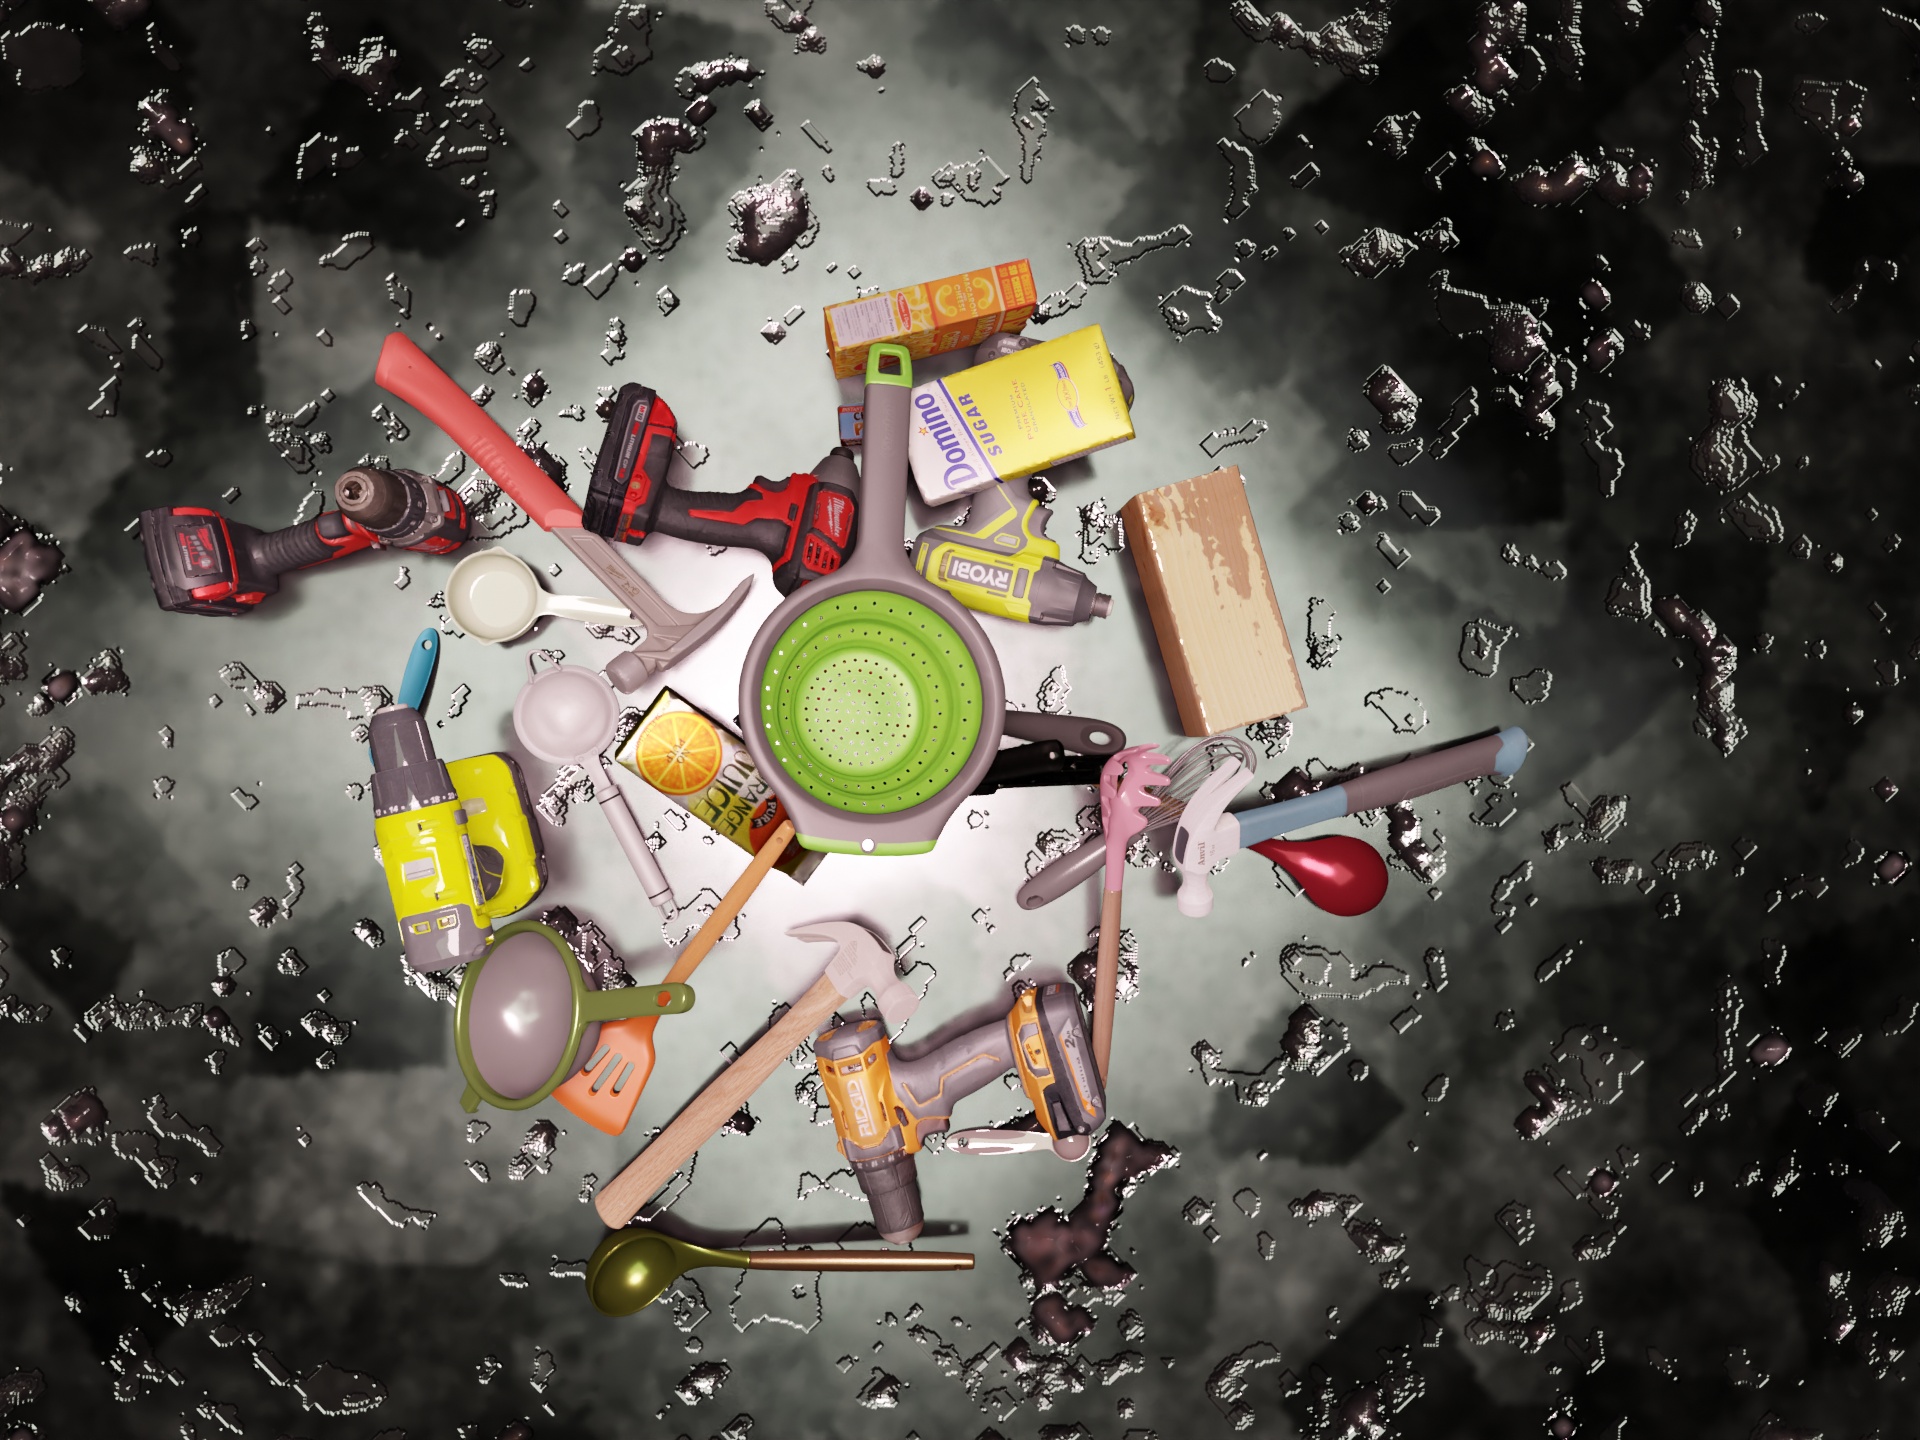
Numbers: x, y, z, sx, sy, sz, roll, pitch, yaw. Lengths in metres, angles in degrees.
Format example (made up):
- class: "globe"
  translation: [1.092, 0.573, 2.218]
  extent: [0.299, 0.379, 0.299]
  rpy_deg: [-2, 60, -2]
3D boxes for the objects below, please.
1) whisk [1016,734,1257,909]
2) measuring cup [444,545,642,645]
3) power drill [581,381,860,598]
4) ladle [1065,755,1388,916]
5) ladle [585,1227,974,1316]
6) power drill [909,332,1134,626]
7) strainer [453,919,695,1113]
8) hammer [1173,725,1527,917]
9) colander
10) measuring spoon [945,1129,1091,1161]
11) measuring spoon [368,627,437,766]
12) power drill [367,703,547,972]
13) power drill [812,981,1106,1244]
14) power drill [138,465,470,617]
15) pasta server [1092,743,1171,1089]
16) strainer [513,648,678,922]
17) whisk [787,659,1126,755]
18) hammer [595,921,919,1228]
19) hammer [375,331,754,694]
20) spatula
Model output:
- class: "whisk"
  translation: [0.144, 0.089, 1.333]
  extent: [0.239, 0.055, 0.055]
  rpy_deg: [-36, 92, 12]
- class: "measuring cup"
  translation: [-0.342, -0.096, 1.329]
  extent: [0.167, 0.038, 0.083]
  rpy_deg: [8, 88, -7]
- class: "power drill"
  translation: [-0.186, -0.187, 1.302]
  extent: [0.219, 0.078, 0.143]
  rpy_deg: [17, 66, -13]
- class: "ladle"
  translation: [0.223, 0.091, 1.365]
  extent: [0.315, 0.031, 0.069]
  rpy_deg: [22, 88, -1]
- class: "ladle"
  translation: [-0.148, 0.454, 1.312]
  extent: [0.320, 0.062, 0.078]
  rpy_deg: [0, 115, 2]
- class: "power drill"
  translation: [0.063, -0.194, 1.323]
  extent: [0.171, 0.080, 0.223]
  rpy_deg: [14, 92, 7]
- class: "strainer"
  translation: [-0.297, 0.232, 1.274]
  extent: [0.256, 0.069, 0.151]
  rpy_deg: [-11, 73, 31]
- class: "hammer"
  translation: [0.329, 0.064, 1.329]
  extent: [0.331, 0.033, 0.128]
  rpy_deg: [-15, 121, -16]
- class: "colander"
  translation: [-0.070, -0.092, 1.248]
  extent: [0.204, 0.094, 0.397]
  rpy_deg: [4, 84, -11]
- class: "measuring spoon"
  translation: [0.050, 0.360, 1.362]
  extent: [0.124, 0.018, 0.034]
  rpy_deg: [-2, 82, 4]
- class: "measuring spoon"
  translation: [-0.460, -0.015, 1.334]
  extent: [0.042, 0.021, 0.129]
  rpy_deg: [14, 80, -2]
- class: "power drill"
  translation: [-0.392, 0.082, 1.227]
  extent: [0.080, 0.228, 0.190]
  rpy_deg: [-14, 91, -3]
- class: "power drill"
  translation: [0.006, 0.325, 1.320]
  extent: [0.226, 0.084, 0.185]
  rpy_deg: [-15, 91, 6]
- class: "power drill"
  translation: [-0.516, -0.148, 1.246]
  extent: [0.226, 0.188, 0.080]
  rpy_deg: [-13, 90, 1]
- class: "pasta server"
  translation: [0.129, 0.166, 1.314]
  extent: [0.060, 0.040, 0.316]
  rpy_deg: [-9, 110, -36]
- class: "strainer"
  translation: [-0.298, 0.054, 1.330]
  extent: [0.087, 0.050, 0.258]
  rpy_deg: [-28, 95, -17]
- class: "whisk"
  translation: [-0.002, -0.004, 1.339]
  extent: [0.295, 0.073, 0.073]
  rpy_deg: [9, 90, -10]
- class: "hammer"
  translation: [-0.182, 0.295, 1.315]
  extent: [0.331, 0.031, 0.130]
  rpy_deg: [-45, 51, 6]
- class: "hammer"
  translation: [-0.341, -0.190, 1.316]
  extent: [0.359, 0.036, 0.149]
  rpy_deg: [45, 63, 3]
- class: "spatula"
  translation: [-0.228, 0.206, 1.304]
  extent: [0.081, 0.041, 0.322]
  rpy_deg: [37, 109, -3]
